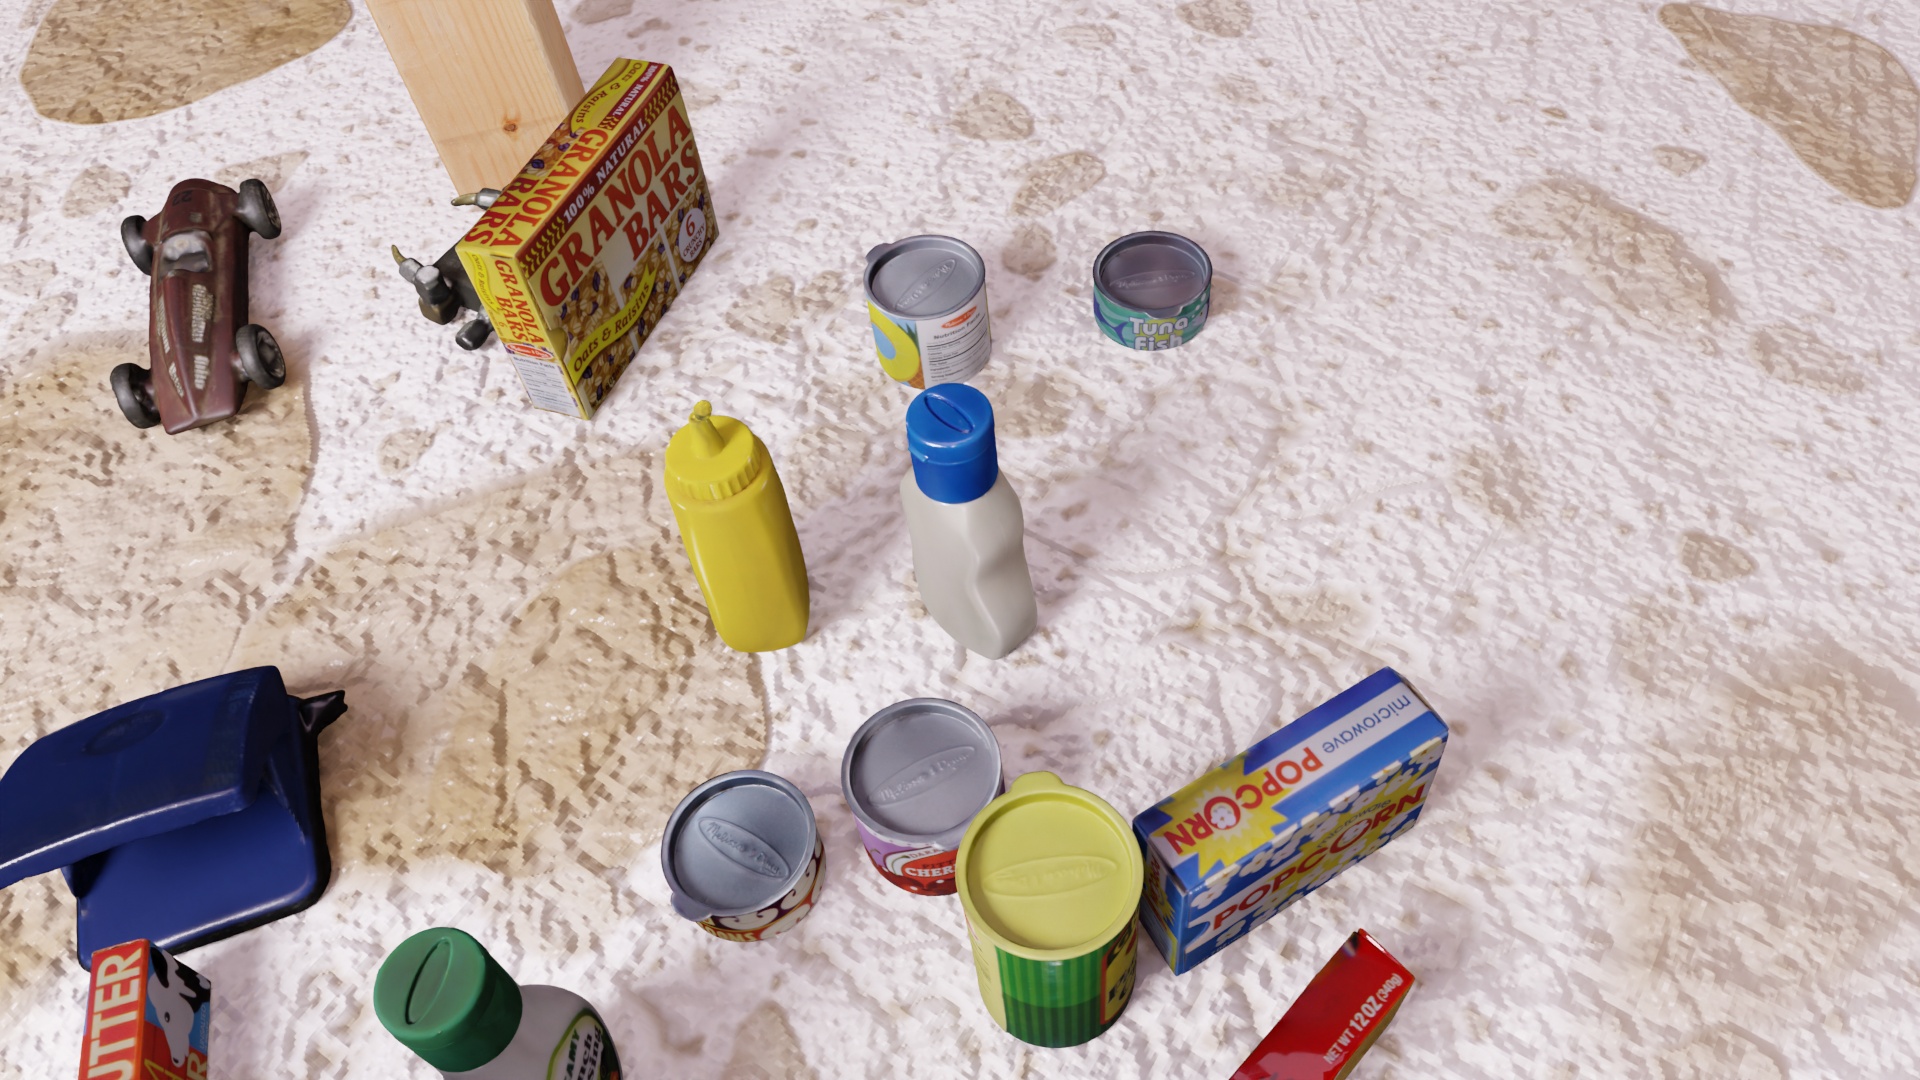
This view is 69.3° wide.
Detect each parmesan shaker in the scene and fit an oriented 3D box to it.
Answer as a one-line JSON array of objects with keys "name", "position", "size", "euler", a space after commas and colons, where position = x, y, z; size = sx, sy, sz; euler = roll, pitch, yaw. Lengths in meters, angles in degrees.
[{"name": "parmesan shaker", "position": [0.035, 0.143, 0.531], "size": [0.071, 0.102, 0.071], "euler": [-3, 53, 4]}]

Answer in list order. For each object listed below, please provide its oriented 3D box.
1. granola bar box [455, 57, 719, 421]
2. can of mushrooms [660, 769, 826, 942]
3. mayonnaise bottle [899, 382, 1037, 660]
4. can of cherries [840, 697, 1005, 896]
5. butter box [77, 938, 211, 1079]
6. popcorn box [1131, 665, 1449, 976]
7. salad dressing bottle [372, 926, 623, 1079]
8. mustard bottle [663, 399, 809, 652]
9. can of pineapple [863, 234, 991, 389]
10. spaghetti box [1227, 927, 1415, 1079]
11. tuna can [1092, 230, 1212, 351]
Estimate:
[{"name": "granola bar box", "position": [-0.199, -0.168, 0.775], "size": [0.039, 0.123, 0.166], "euler": [14, 56, 16]}, {"name": "can of mushrooms", "position": [-0.093, 0.136, 0.592], "size": [0.071, 0.033, 0.071], "euler": [-3, 53, 4]}, {"name": "mayonnaise bottle", "position": [0.002, -0.008, 0.619], "size": [0.041, 0.147, 0.065], "euler": [-38, 59, -20]}, {"name": "can of cherries", "position": [-0.013, 0.111, 0.587], "size": [0.071, 0.058, 0.072], "euler": [-3, 53, 4]}, {"name": "butter box", "position": [-0.320, 0.215, 0.545], "size": [0.024, 0.053, 0.104], "euler": [-15, 53, -5]}, {"name": "popcorn box", "position": [0.129, 0.113, 0.555], "size": [0.127, 0.084, 0.038], "euler": [-28, 55, -14]}, {"name": "salad dressing bottle", "position": [-0.162, 0.182, 0.494], "size": [0.044, 0.147, 0.064], "euler": [7, 54, 11]}, {"name": "mustard bottle", "position": [-0.102, -0.011, 0.625], "size": [0.049, 0.159, 0.065], "euler": [-11, 53, -2]}, {"name": "can of pineapple", "position": [-0.018, -0.127, 0.767], "size": [0.071, 0.057, 0.071], "euler": [-3, 53, 4]}, {"name": "spaghetti box", "position": [0.072, 0.240, 0.487], "size": [0.251, 0.050, 0.029], "euler": [-40, 59, -22]}, {"name": "tuna can", "position": [0.108, -0.138, 0.778], "size": [0.071, 0.032, 0.071], "euler": [-3, 53, 4]}]
